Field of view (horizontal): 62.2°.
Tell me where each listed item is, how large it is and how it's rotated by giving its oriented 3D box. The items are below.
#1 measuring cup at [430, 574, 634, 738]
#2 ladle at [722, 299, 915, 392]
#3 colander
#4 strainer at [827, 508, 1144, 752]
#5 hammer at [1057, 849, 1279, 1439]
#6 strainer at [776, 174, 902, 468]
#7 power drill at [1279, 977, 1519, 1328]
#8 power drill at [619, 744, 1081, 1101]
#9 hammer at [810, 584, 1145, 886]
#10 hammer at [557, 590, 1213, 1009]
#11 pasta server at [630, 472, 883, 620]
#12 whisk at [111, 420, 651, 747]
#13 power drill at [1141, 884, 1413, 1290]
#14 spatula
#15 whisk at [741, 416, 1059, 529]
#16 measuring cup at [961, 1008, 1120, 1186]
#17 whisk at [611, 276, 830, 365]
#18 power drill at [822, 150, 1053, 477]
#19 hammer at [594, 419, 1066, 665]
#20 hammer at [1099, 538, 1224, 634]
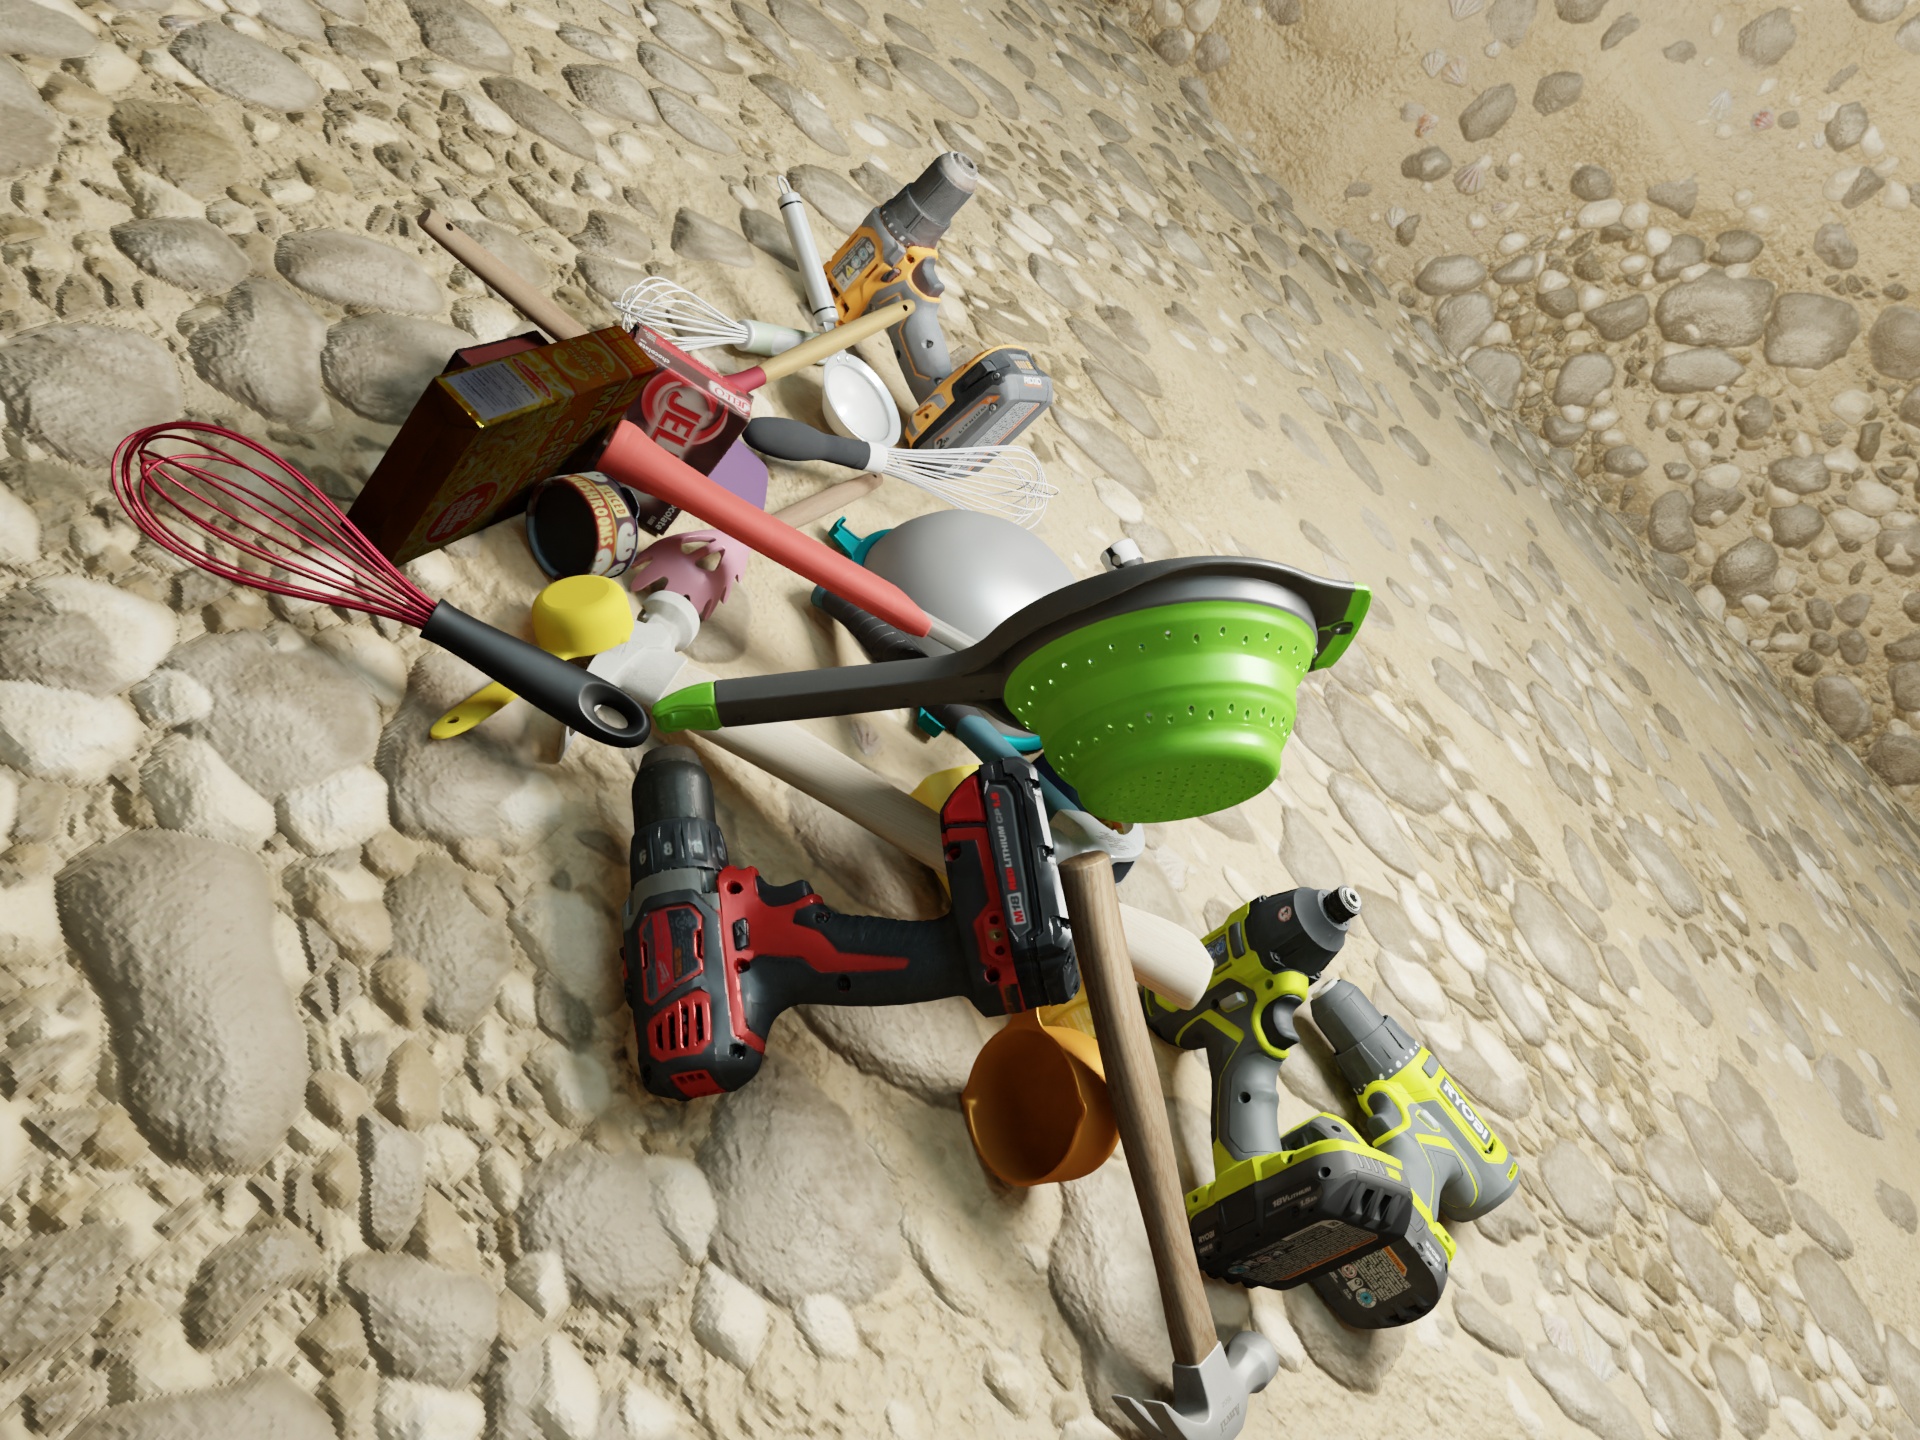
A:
[{"bbox_3d":[-0.241,-0.039,0.884,0.062,0.029,0.156,12,35,23],"label":"measuring cup"},{"bbox_3d":[-0.134,-0.270,1.199,0.315,0.031,0.069,-37,109,-42],"label":"ladle"},{"bbox_3d":[0.033,0.007,0.872,0.397,0.204,0.095,-7,68,-3],"label":"colander"},{"bbox_3d":[0.071,-0.084,1.231,0.340,0.095,0.211,2,53,-45],"label":"strainer"},{"bbox_3d":[0.101,0.235,0.861,0.130,0.031,0.331,-18,95,-55],"label":"hammer"},{"bbox_3d":[-0.106,-0.316,1.279,0.087,0.050,0.258,-15,86,-56],"label":"strainer"},{"bbox_3d":[0.286,0.289,1.095,0.190,0.080,0.228,52,31,9],"label":"power drill"},{"bbox_3d":[-0.064,0.082,0.815,0.080,0.226,0.188,74,4,-62],"label":"power drill"},{"bbox_3d":[-0.002,-0.003,1.024,0.128,0.033,0.331,13,25,-48],"label":"hammer"},{"bbox_3d":[-0.035,0.066,0.942,0.410,0.038,0.146,30,37,-4],"label":"hammer"},{"bbox_3d":[-0.130,-0.137,1.133,0.060,0.040,0.316,47,29,1],"label":"pasta server"},{"bbox_3d":[-0.291,-0.064,0.822,0.295,0.073,0.073,31,36,-16],"label":"whisk"},{"bbox_3d":[0.196,0.219,0.987,0.080,0.171,0.223,25,42,-29],"label":"power drill"},{"bbox_3d":[-0.228,-0.228,1.045,0.315,0.018,0.060,38,47,-46],"label":"spatula"},{"bbox_3d":[-0.041,-0.198,1.229,0.284,0.070,0.070,6,50,-35],"label":"whisk"},{"bbox_3d":[0.054,0.176,0.909,0.052,0.095,0.174,15,74,-43],"label":"measuring cup"},{"bbox_3d":[-0.174,-0.301,1.238,0.059,0.057,0.246,28,19,30],"label":"whisk"},{"bbox_3d":[-0.013,-0.342,1.333,0.084,0.185,0.226,-13,67,-54],"label":"power drill"},{"bbox_3d":[-0.063,-0.082,1.010,0.359,0.036,0.149,29,15,-16],"label":"hammer"},{"bbox_3d":[0.237,-0.089,1.433,0.334,0.035,0.146,-5,63,-60],"label":"hammer"}]
